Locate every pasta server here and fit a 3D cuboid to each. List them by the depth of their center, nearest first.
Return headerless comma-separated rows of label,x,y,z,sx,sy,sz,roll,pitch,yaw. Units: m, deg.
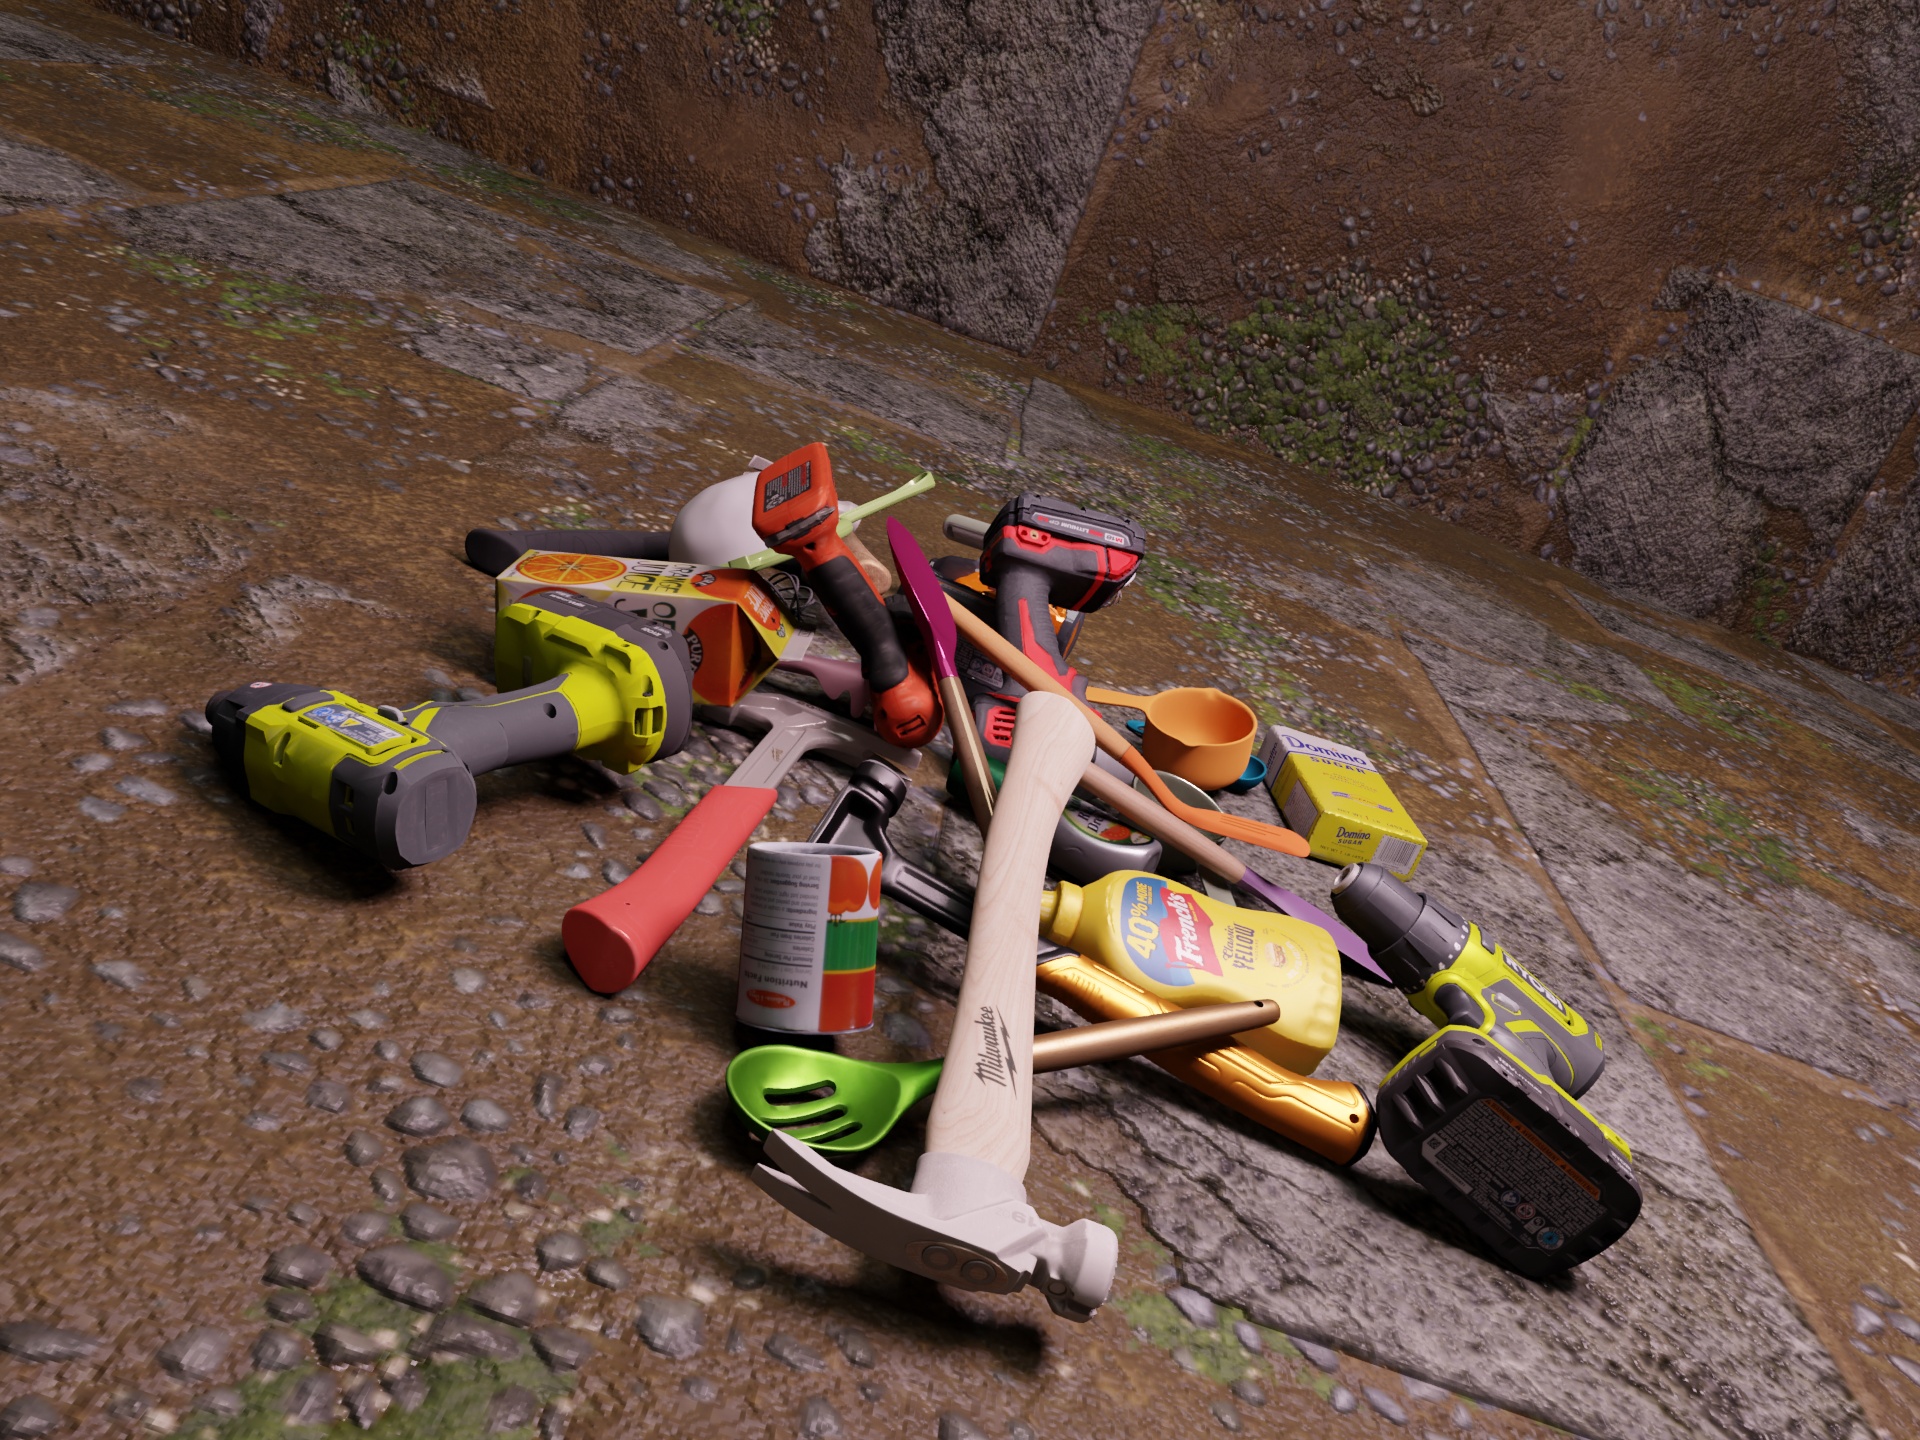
pasta server,-0.172,-0.047,1.143,0.316,0.040,0.060,14,22,-7

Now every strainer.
strainer,-0.124,-0.170,1.231,0.256,0.069,0.151,-29,15,-36

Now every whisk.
whisk,-0.150,-0.085,1.164,0.055,0.055,0.239,13,4,-21
whisk,0.060,-0.146,1.381,0.059,0.057,0.247,-29,32,-27

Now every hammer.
hammer,0.014,0.098,0.784,0.146,0.038,0.411,22,32,-5
hammer,0.064,0.147,0.842,0.337,0.034,0.127,29,51,3
hammer,-0.126,0.060,0.908,0.149,0.036,0.359,22,21,2
hammer,-0.253,-0.143,1.282,0.146,0.035,0.334,34,25,28
hammer,-0.116,-0.169,1.391,0.130,0.031,0.332,26,11,-23

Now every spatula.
spatula,0.164,0.087,1.050,0.315,0.018,0.060,33,15,-13
spatula,0.099,0.000,1.091,0.322,0.041,0.081,40,11,6

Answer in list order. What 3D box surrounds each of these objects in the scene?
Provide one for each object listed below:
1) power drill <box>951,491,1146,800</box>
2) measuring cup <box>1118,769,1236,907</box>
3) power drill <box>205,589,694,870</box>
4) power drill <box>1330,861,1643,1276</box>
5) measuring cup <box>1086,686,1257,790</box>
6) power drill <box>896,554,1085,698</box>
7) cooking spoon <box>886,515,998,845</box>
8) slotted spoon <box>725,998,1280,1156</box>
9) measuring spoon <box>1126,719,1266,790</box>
power drill,0.074,-0.047,1.170,0.143,0.078,0.220,14,63,-14
measuring cup,0.155,0.101,1.086,0.083,0.038,0.168,15,33,-24
power drill,-0.268,-0.003,0.848,0.171,0.080,0.223,20,26,29
power drill,0.288,0.182,0.897,0.190,0.080,0.228,41,22,-3
measuring cup,0.148,0.009,1.275,0.174,0.052,0.095,12,32,16
power drill,0.008,-0.089,1.340,0.164,0.084,0.226,24,17,9
cooking spoon,-0.002,-0.003,1.015,0.068,0.017,0.319,38,30,-54
slotted spoon,0.033,0.163,0.763,0.313,0.031,0.070,-4,32,-31
measuring spoon,0.192,0.030,1.317,0.129,0.021,0.042,23,34,29
